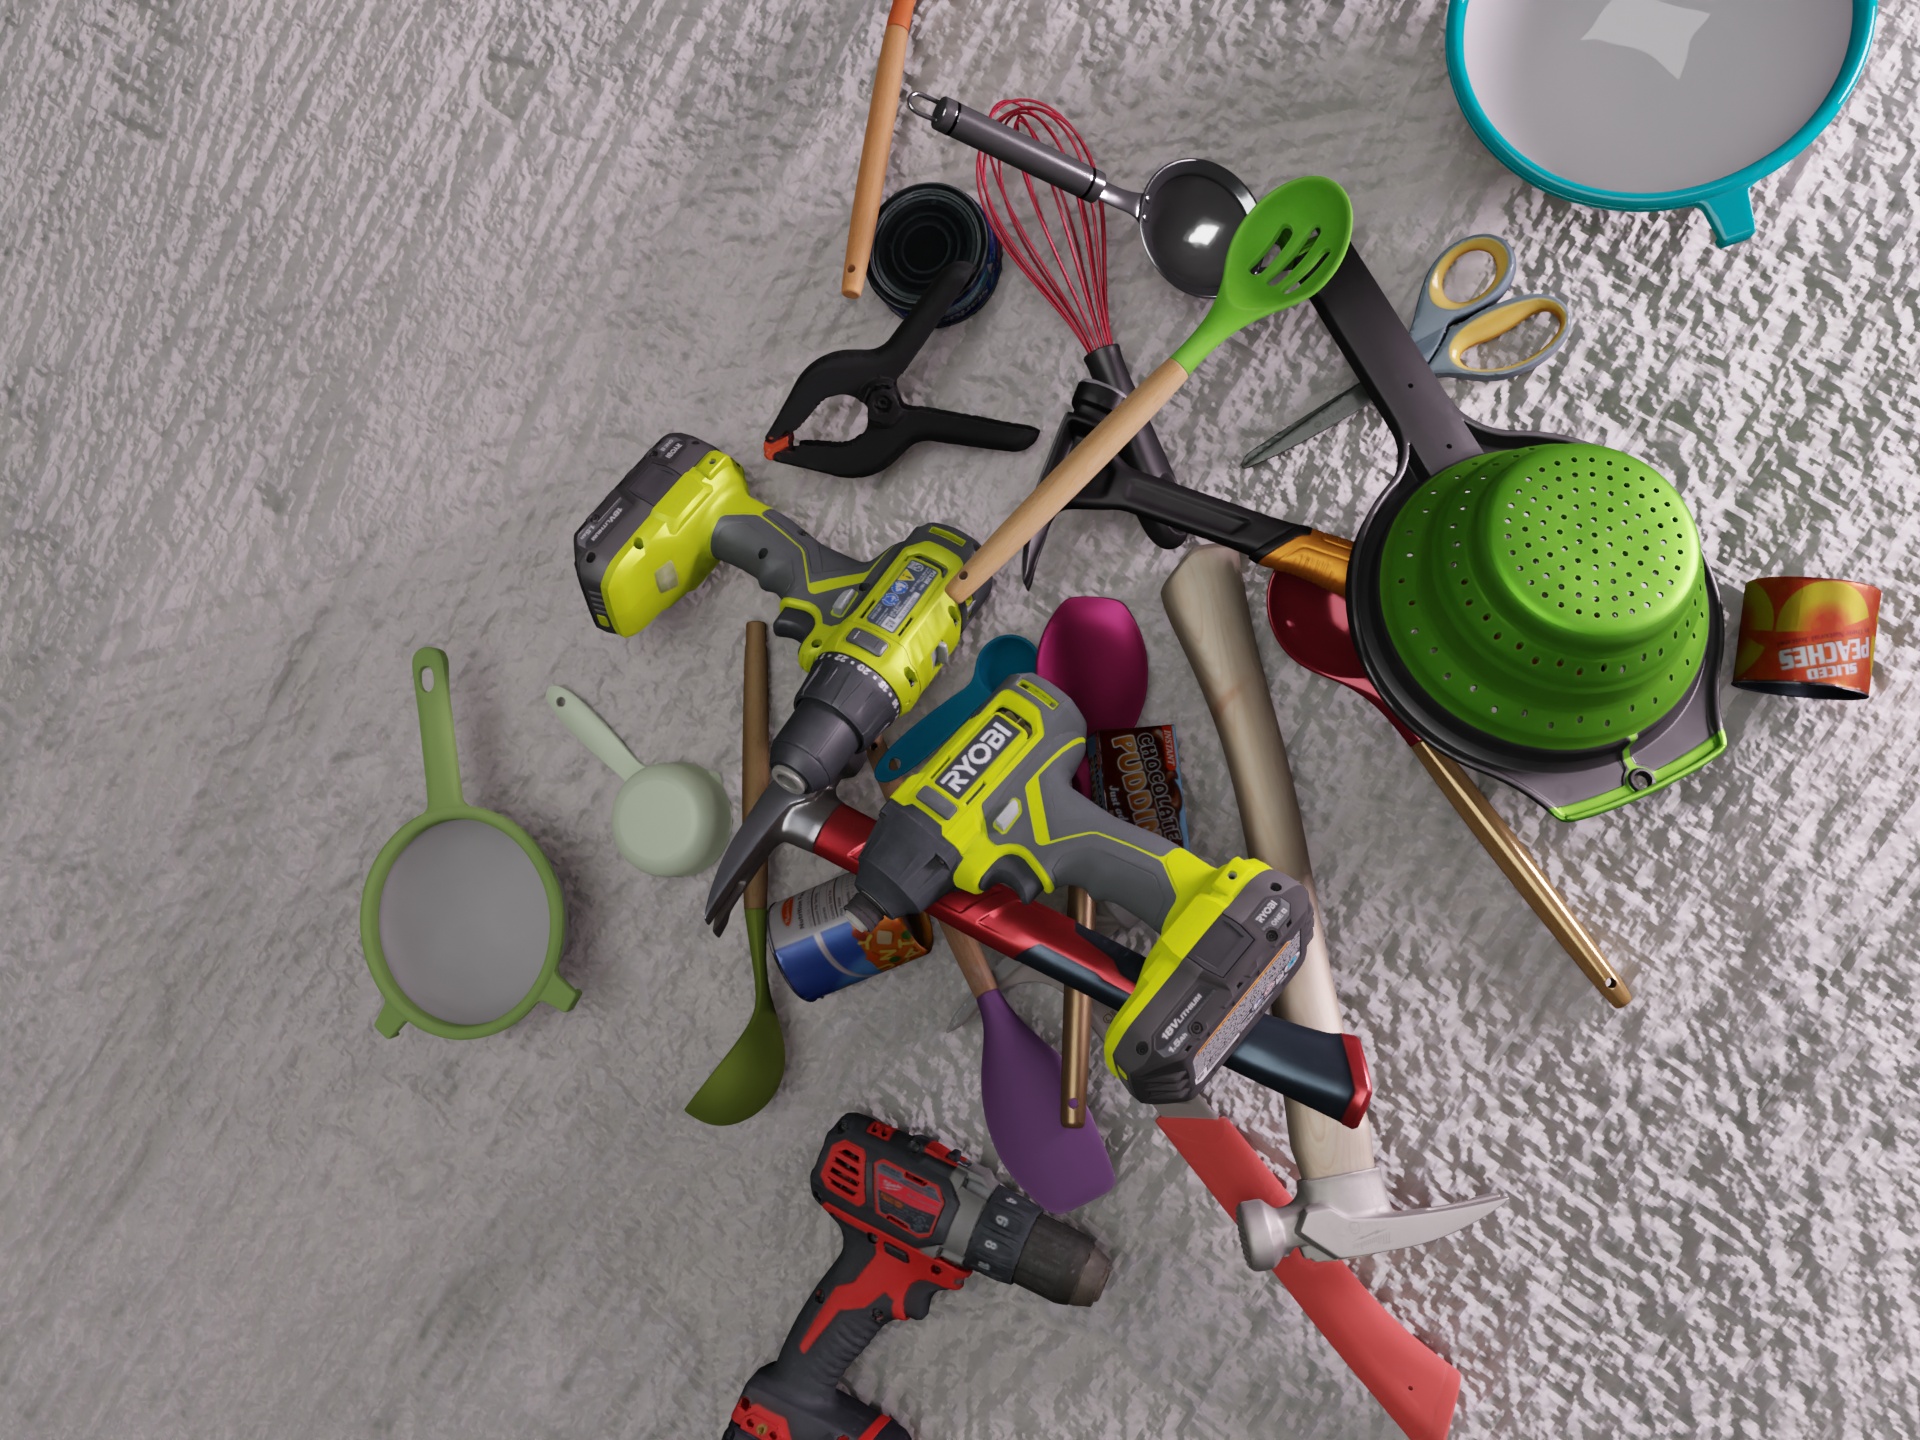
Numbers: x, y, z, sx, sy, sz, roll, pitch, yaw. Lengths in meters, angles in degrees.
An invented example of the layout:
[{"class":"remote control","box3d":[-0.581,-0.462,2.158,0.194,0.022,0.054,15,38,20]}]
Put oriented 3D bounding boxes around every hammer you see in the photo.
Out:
[{"class":"hammer","box3d":[0.195,0.094,0.915,0.146,0.038,0.411,-10,79,1]},{"class":"hammer","box3d":[0.152,0.270,0.932,0.149,0.036,0.359,-41,77,10]},{"class":"hammer","box3d":[0.041,0.137,0.893,0.386,0.038,0.143,25,69,20]},{"class":"hammer","box3d":[0.203,-0.085,0.905,0.337,0.034,0.127,20,86,9]}]

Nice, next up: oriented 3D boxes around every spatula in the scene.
[{"class":"spatula","box3d":[-0.047,-0.421,1.008,0.081,0.041,0.323,5,78,15]},{"class":"spatula","box3d":[0.003,0.142,0.958,0.060,0.018,0.316,-26,71,5]}]

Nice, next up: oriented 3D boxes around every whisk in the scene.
[{"class":"whisk","box3d":[0.079,-0.243,0.971,0.073,0.073,0.296,-21,87,13]}]

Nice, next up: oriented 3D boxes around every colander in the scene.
[{"class":"colander","box3d":[0.278,-0.146,0.849,0.204,0.094,0.397,-23,72,-8]}]

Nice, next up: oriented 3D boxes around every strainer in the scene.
[{"class":"strainer","box3d":[0.083,-0.311,0.930,0.258,0.050,0.087,16,78,-25]},{"class":"strainer","box3d":[0.321,-0.395,0.895,0.340,0.095,0.211,28,92,17]},{"class":"strainer","box3d":[-0.322,0.079,1.055,0.151,0.069,0.256,-11,83,17]}]

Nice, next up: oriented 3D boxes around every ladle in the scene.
[{"class":"ladle","box3d":[-0.143,0.094,1.014,0.062,0.078,0.320,0,81,-5]},{"class":"ladle","box3d":[0.283,0.031,0.915,0.069,0.031,0.315,-36,80,5]}]

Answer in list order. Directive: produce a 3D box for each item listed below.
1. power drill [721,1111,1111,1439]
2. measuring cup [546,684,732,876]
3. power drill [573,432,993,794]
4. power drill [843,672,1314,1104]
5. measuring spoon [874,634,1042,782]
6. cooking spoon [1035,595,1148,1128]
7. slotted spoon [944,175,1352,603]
[{"class":"power drill","box3d":[-0.029,0.372,0.957,0.188,0.080,0.227,22,90,15]},{"class":"measuring cup","box3d":[-0.223,0.034,1.045,0.168,0.038,0.083,44,98,11]},{"class":"power drill","box3d":[-0.119,-0.068,0.971,0.228,0.080,0.191,26,62,17]},{"class":"power drill","box3d":[0.059,0.094,0.851,0.223,0.080,0.171,35,74,27]},{"class":"measuring spoon","box3d":[-0.002,-0.003,0.990,0.128,0.021,0.042,-40,72,3]},{"class":"cooking spoon","box3d":[0.073,0.078,0.946,0.069,0.017,0.319,3,76,1]},{"class":"slotted spoon","box3d":[0.104,-0.182,0.898,0.314,0.031,0.070,-46,58,1]}]
